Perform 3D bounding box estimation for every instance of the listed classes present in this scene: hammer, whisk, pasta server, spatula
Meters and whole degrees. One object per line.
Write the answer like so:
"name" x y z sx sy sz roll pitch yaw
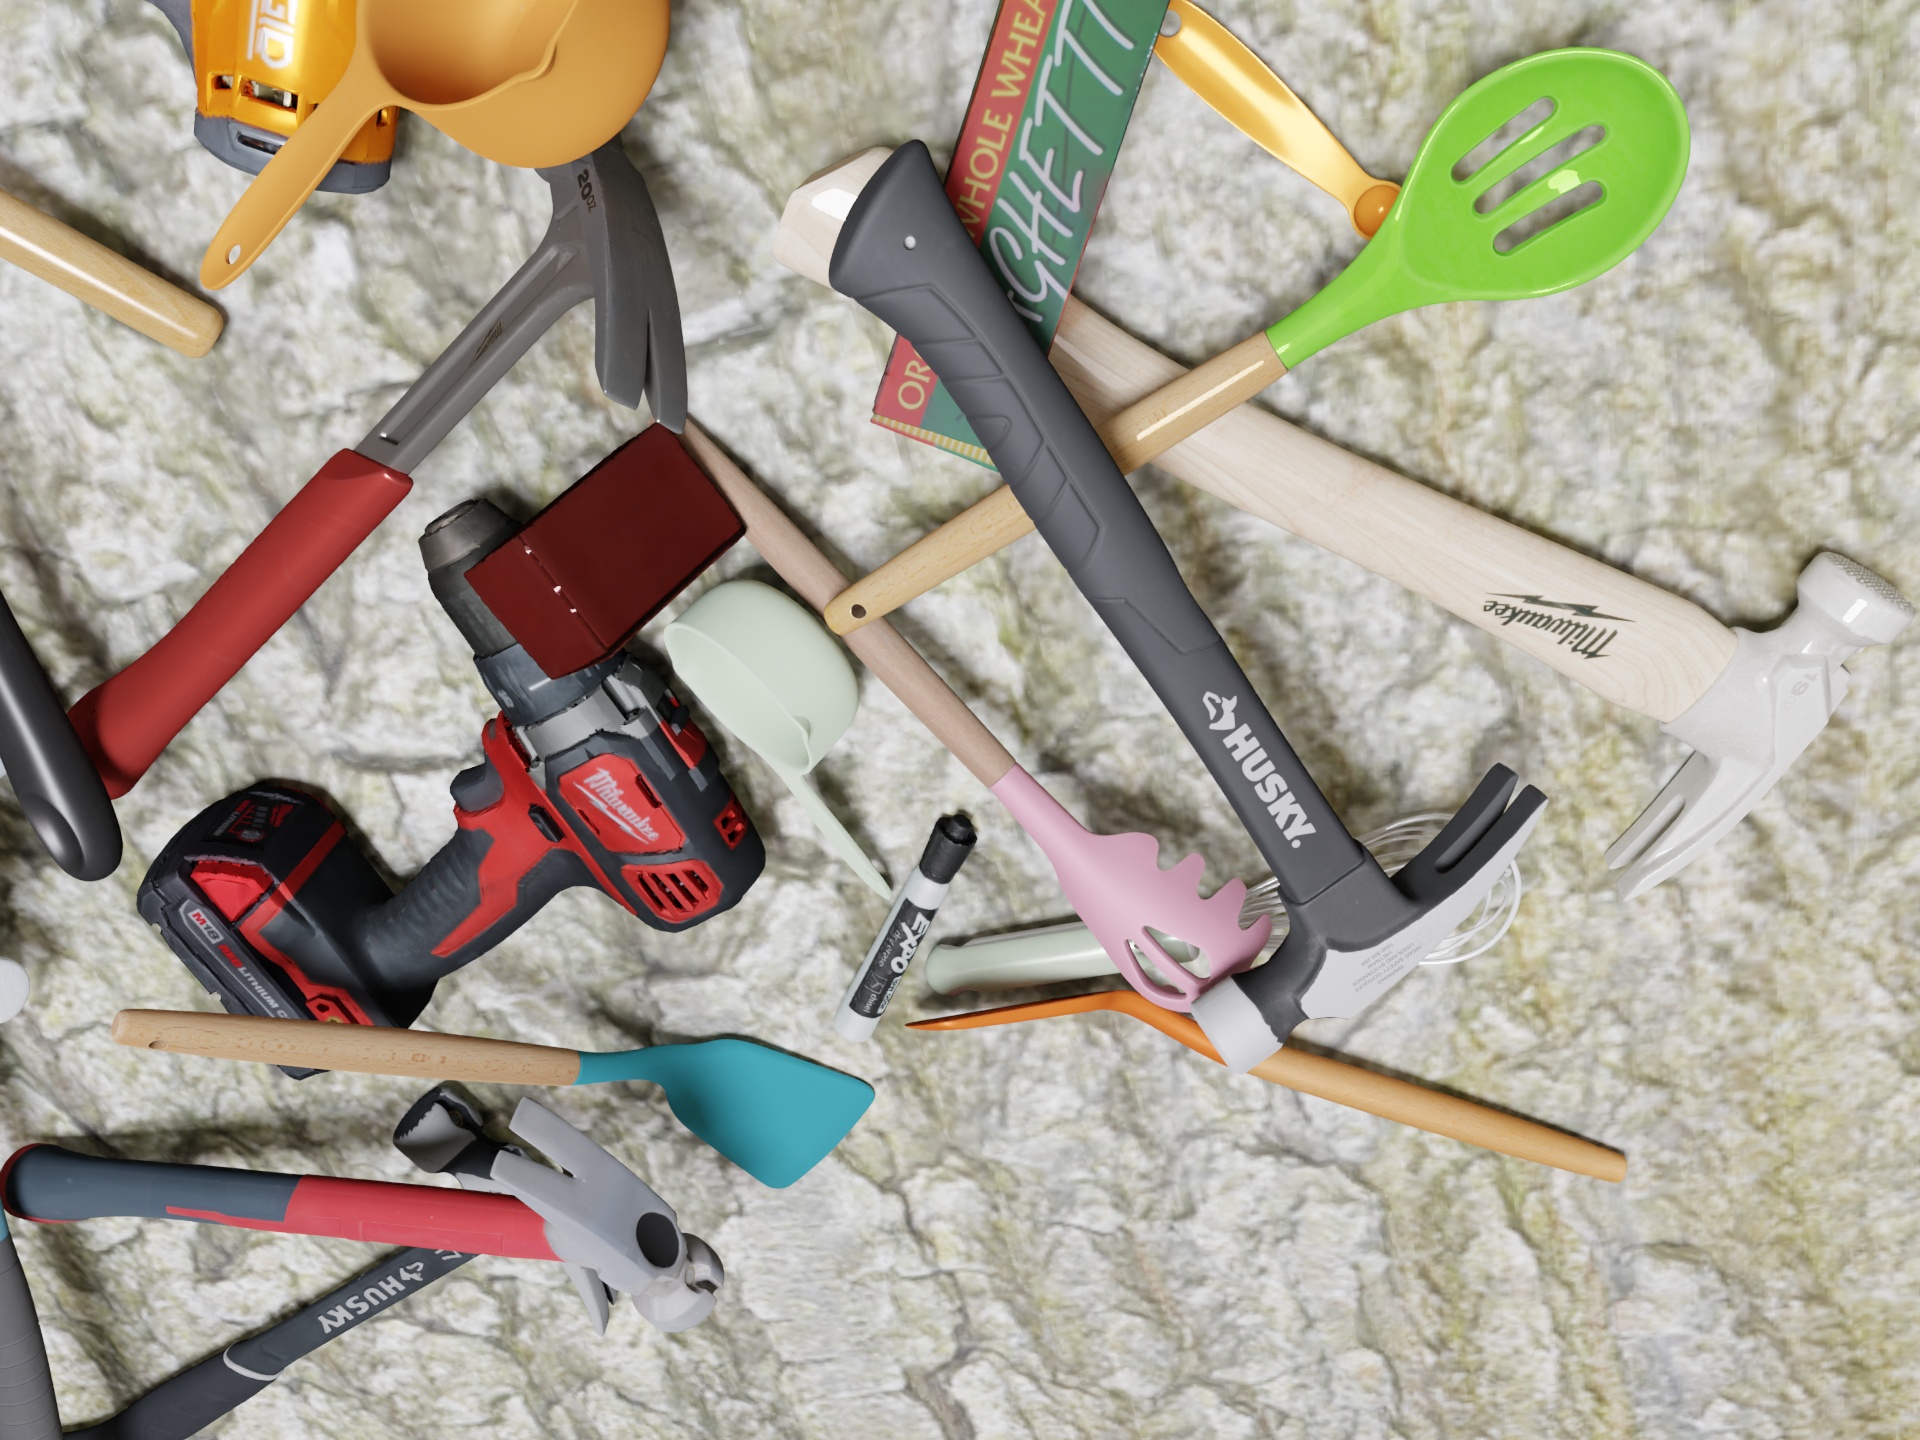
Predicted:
"hammer" -0.462 0.258 0.757 0.128 0.033 0.331 5 107 29
"whisk" -0.381 -0.073 0.591 0.073 0.073 0.295 -12 107 13
"pasta server" -0.001 -0.002 0.603 0.316 0.040 0.060 46 117 -3
"spatula" 0.136 0.157 0.680 0.322 0.081 0.041 18 77 -7
"hammer" -0.353 0.330 0.833 0.409 0.036 0.149 -33 110 21
"hammer" 0.120 -0.075 0.568 0.410 0.038 0.146 26 118 -7
"spatula" -0.181 0.150 0.660 0.317 0.044 0.082 17 124 -41
"hammer" 0.069 -0.036 0.520 0.146 0.035 0.334 -35 113 3
"whisk" 0.101 0.084 0.651 0.246 0.057 0.059 -12 81 15
"hammer" -0.298 0.206 0.698 0.386 0.038 0.143 -4 138 25
"hammer" -0.231 -0.063 0.576 0.359 0.149 0.036 -35 144 27
"whisk" -0.371 -0.194 0.533 0.244 0.051 0.047 29 139 -29

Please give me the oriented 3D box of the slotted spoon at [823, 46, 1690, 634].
"slotted spoon" 0.080 -0.109 0.520 0.314 0.031 0.070 -30 109 21

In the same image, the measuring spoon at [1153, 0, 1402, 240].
"measuring spoon" 0.101 -0.200 0.522 0.117 0.011 0.021 38 116 -9

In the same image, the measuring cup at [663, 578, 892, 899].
"measuring cup" -0.055 0.010 0.629 0.083 0.038 0.167 23 153 43

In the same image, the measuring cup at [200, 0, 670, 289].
"measuring cup" -0.162 -0.187 0.492 0.173 0.052 0.095 -40 68 15

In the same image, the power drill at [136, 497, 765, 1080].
"power drill" -0.214 0.031 0.641 0.226 0.080 0.187 -25 112 15

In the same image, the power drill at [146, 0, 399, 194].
"power drill" -0.277 -0.276 0.487 0.226 0.084 0.164 17 117 -7
